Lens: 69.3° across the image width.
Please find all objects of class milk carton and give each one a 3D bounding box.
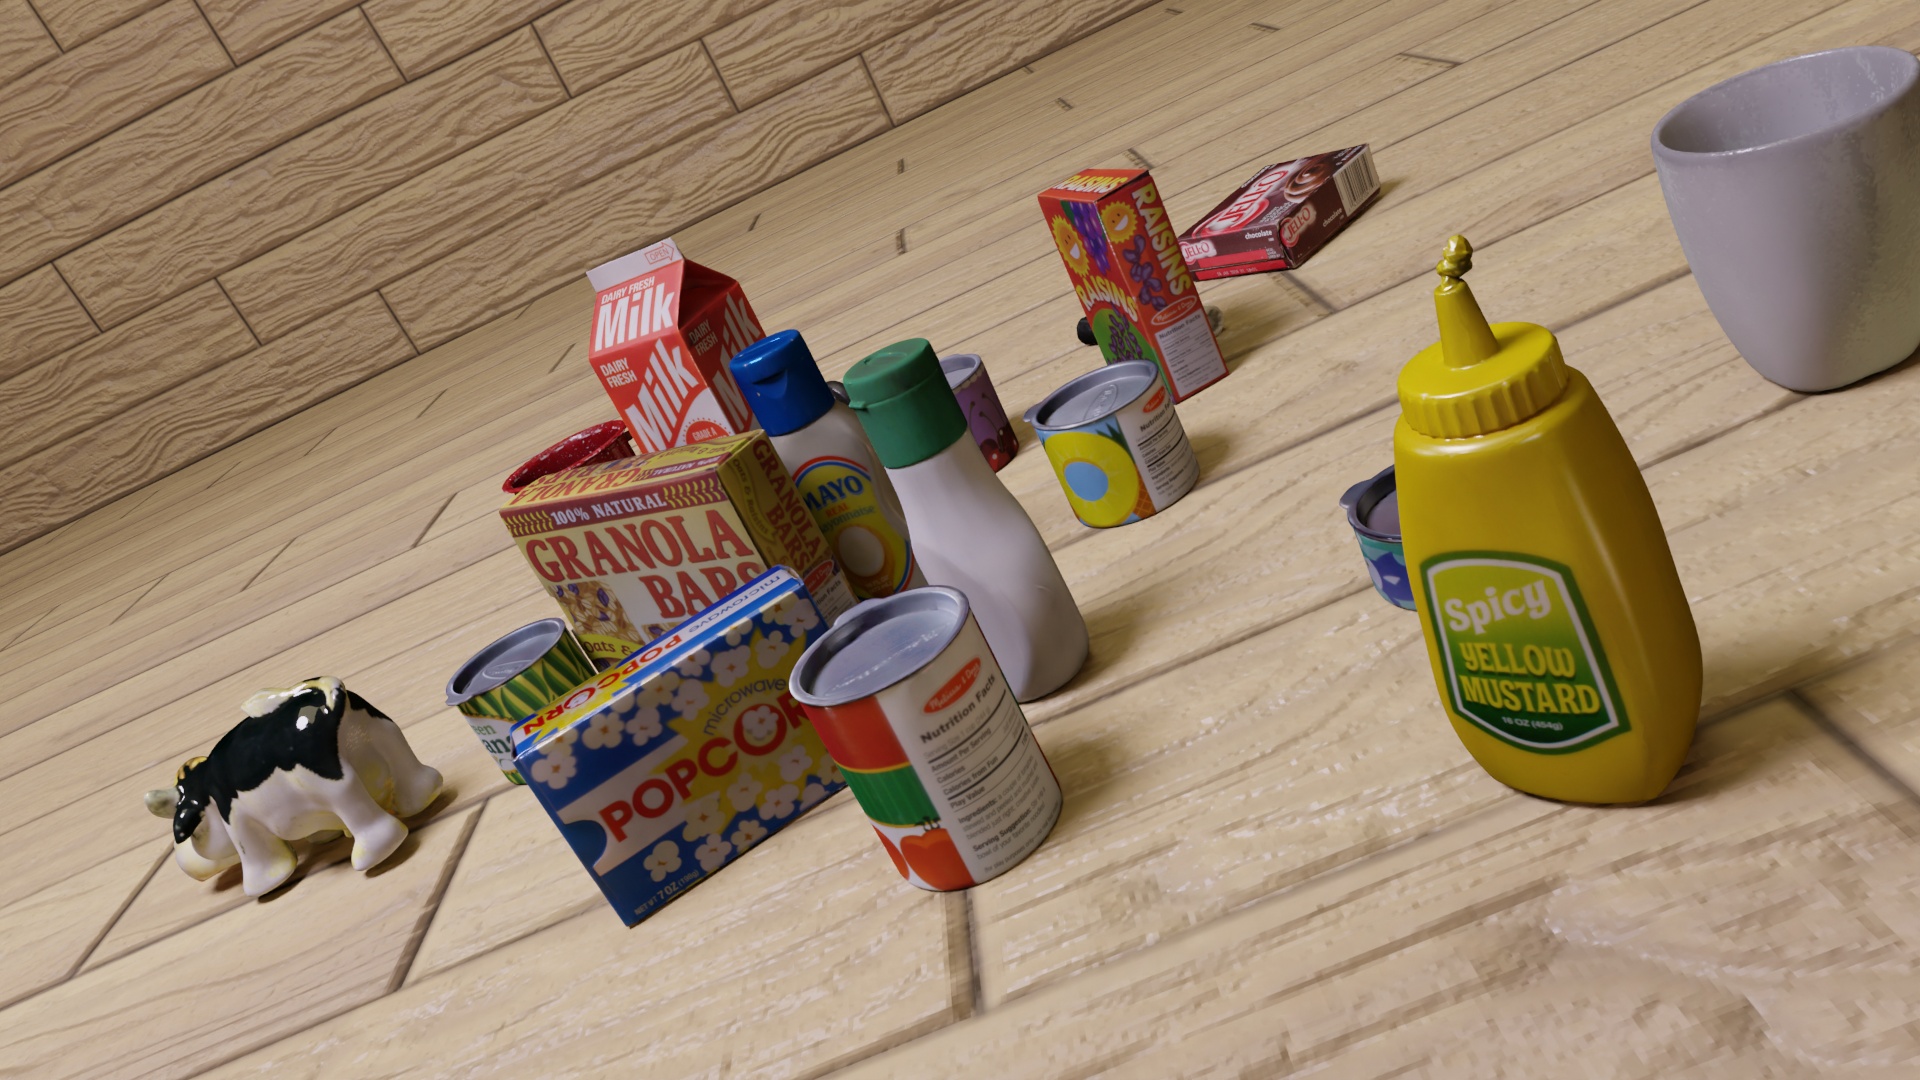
[{"bbox_3d":[-0.151,-0.084,0.826,0.072,0.190,0.074,-13,25,30],"label":"milk carton"}]

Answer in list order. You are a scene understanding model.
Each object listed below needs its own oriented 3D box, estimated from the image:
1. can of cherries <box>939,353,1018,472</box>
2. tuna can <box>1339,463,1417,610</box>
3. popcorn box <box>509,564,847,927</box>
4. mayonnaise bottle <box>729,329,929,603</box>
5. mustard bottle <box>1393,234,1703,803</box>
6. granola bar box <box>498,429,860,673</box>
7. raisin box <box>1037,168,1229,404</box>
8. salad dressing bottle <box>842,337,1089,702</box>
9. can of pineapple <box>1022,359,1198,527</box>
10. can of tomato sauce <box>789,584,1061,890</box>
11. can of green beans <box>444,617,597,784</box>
[{"bbox_3d":[-0.005,-0.069,0.809,0.071,0.058,0.072,-22,22,10],"label":"can of cherries"},{"bbox_3d":[0.175,-0.005,0.504,0.071,0.032,0.071,-22,22,10],"label":"tuna can"},{"bbox_3d":[-0.100,0.079,0.549,0.127,0.085,0.038,-32,22,-14],"label":"popcorn box"},{"bbox_3d":[-0.059,-0.026,0.653,0.065,0.147,0.041,-23,22,9],"label":"mayonnaise bottle"},{"bbox_3d":[0.146,-0.004,0.363,0.065,0.159,0.049,-2,32,46],"label":"mustard bottle"},{"bbox_3d":[-0.132,0.019,0.666,0.165,0.124,0.039,-8,28,39],"label":"granola bar box"},{"bbox_3d":[0.096,-0.145,0.779,0.040,0.123,0.086,-30,22,-8],"label":"raisin box"},{"bbox_3d":[0.002,-0.007,0.544,0.044,0.147,0.064,-36,24,-23],"label":"salad dressing bottle"},{"bbox_3d":[0.074,-0.047,0.674,0.071,0.057,0.071,-22,22,10],"label":"can of pineapple"},{"bbox_3d":[-0.012,0.067,0.480,0.071,0.083,0.071,-23,22,10],"label":"can of tomato sauce"},{"bbox_3d":[-0.217,0.082,0.707,0.071,0.057,0.071,-22,22,10],"label":"can of green beans"}]
